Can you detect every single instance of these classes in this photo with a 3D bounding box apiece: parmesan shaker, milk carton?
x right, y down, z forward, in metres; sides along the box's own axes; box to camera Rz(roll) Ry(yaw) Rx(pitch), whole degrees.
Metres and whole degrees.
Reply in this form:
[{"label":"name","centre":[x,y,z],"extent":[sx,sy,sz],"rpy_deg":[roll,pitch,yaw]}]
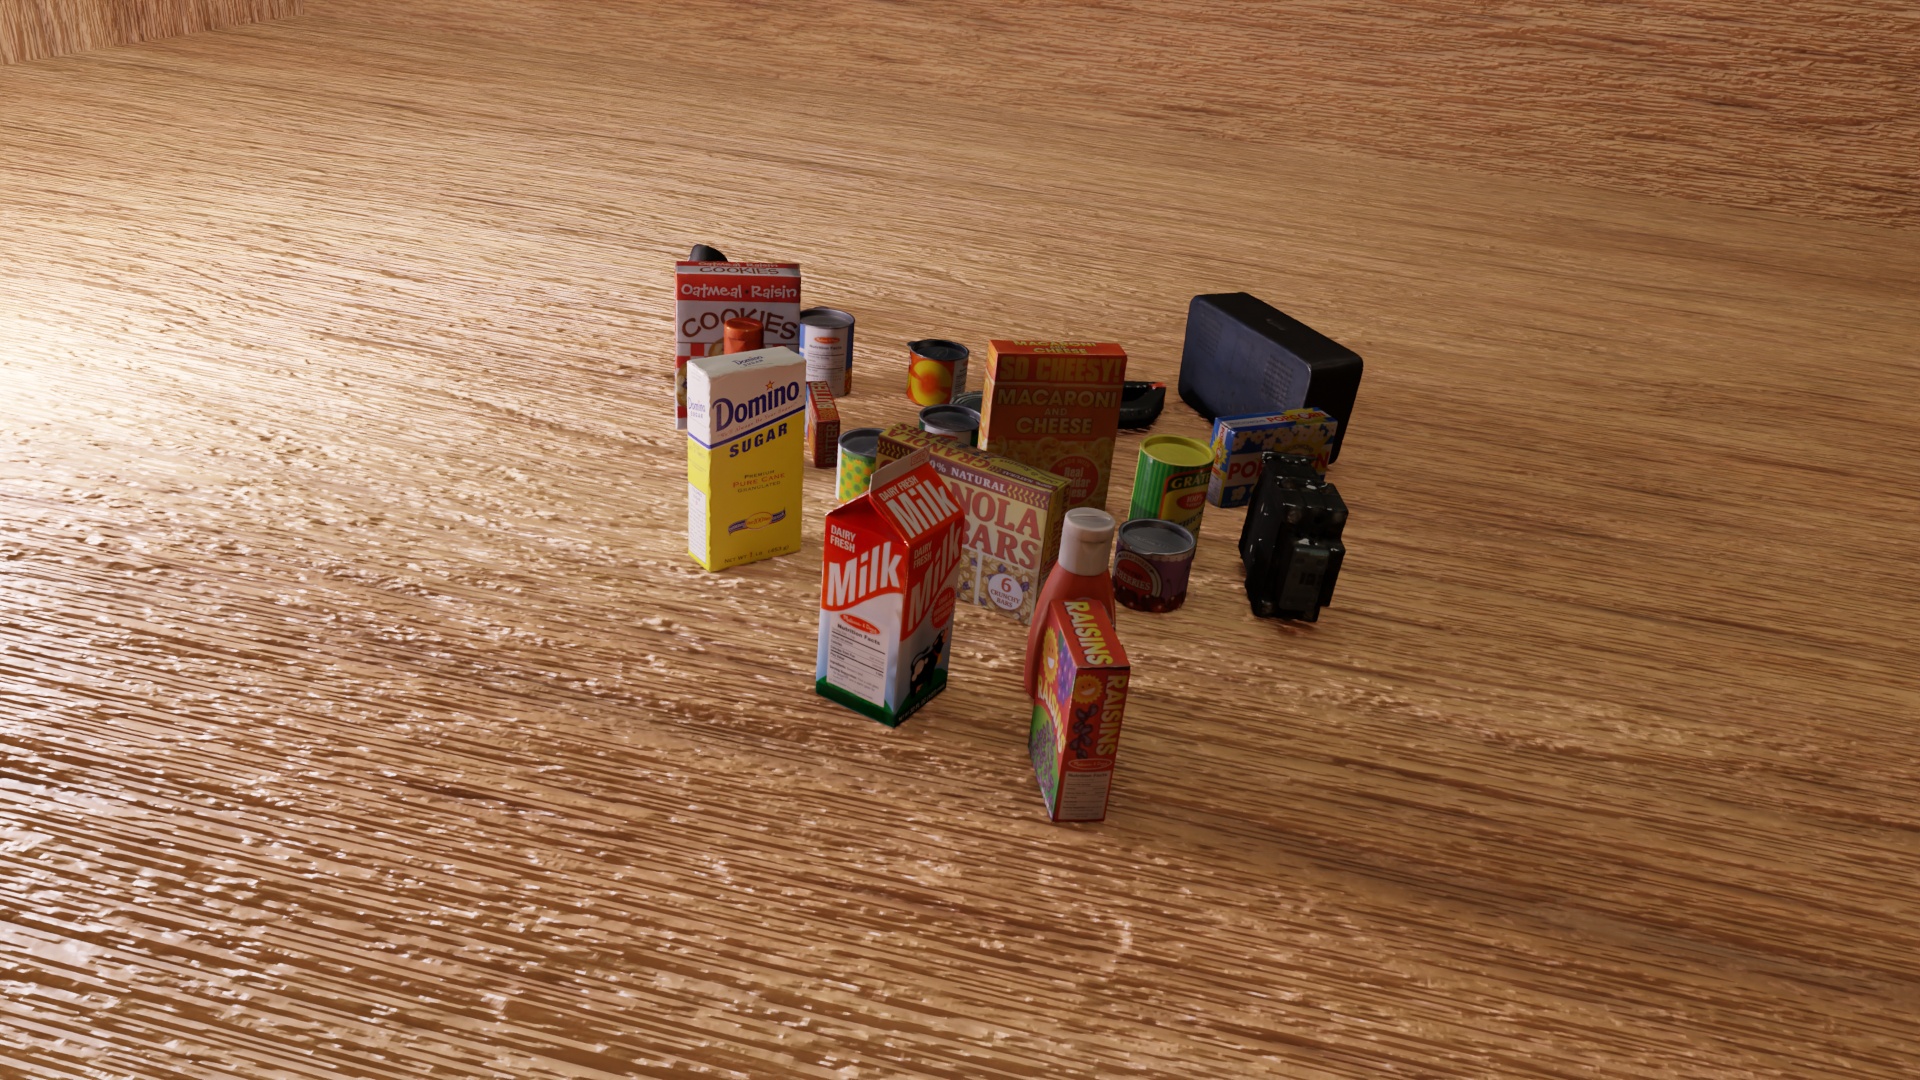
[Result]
[{"label":"parmesan shaker","centre":[0.189,-0.036,1.247],"extent":[0.071,0.102,0.071],"rpy_deg":[5,27,-2]},{"label":"milk carton","centre":[-0.049,0.028,0.985],"extent":[0.073,0.189,0.073],"rpy_deg":[20,31,26]}]

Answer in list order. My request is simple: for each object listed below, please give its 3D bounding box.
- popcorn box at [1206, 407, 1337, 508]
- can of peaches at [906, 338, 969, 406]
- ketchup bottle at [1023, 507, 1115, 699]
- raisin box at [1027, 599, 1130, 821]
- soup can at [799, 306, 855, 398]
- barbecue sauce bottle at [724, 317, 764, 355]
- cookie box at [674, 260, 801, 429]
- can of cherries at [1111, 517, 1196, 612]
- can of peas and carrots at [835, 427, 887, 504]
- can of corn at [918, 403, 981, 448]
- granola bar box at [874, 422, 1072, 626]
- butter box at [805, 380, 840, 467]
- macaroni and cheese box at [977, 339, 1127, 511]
[{"label":"popcorn box","centre":[0.306,-0.083,1.378],"extent":[0.127,0.084,0.038],"rpy_deg":[-8,30,-24]},{"label":"can of peaches","centre":[-0.028,-0.186,1.538],"extent":[0.071,0.057,0.071],"rpy_deg":[5,27,-2]},{"label":"ketchup bottle","centre":[0.085,0.049,1.017],"extent":[0.065,0.148,0.044],"rpy_deg":[1,28,-8]},{"label":"raisin box","centre":[0.078,0.112,0.922],"extent":[0.040,0.122,0.086],"rpy_deg":[1,28,-9]},{"label":"soup can","centre":[-0.151,-0.207,1.527],"extent":[0.071,0.083,0.072],"rpy_deg":[5,27,-2]},{"label":"barbecue sauce bottle","centre":[-0.205,-0.135,1.310],"extent":[0.065,0.147,0.044],"rpy_deg":[12,28,13]},{"label":"cookie box","centre":[-0.226,-0.196,1.402],"extent":[0.123,0.166,0.040],"rpy_deg":[-1,28,-13]},{"label":"can of cherries","centre":[0.161,0.022,1.180],"extent":[0.071,0.058,0.072],"rpy_deg":[5,27,-2]},{"label":"can of peas and carrots","centre":[-0.081,-0.066,1.299],"extent":[0.071,0.058,0.071],"rpy_deg":[5,27,-2]},{"label":"can of corn","centre":[-0.009,-0.097,1.372],"extent":[0.071,0.058,0.071],"rpy_deg":[5,27,-2]},{"label":"granola bar box","centre":[0.004,-0.014,1.148],"extent":[0.166,0.123,0.039],"rpy_deg":[20,30,25]},{"label":"butter box","centre":[-0.139,-0.117,1.392],"extent":[0.024,0.052,0.104],"rpy_deg":[-1,28,-13]},{"label":"macaroni and cheese box","centre":[0.080,-0.101,1.282],"extent":[0.124,0.165,0.040],"rpy_deg":[0,28,-11]}]
